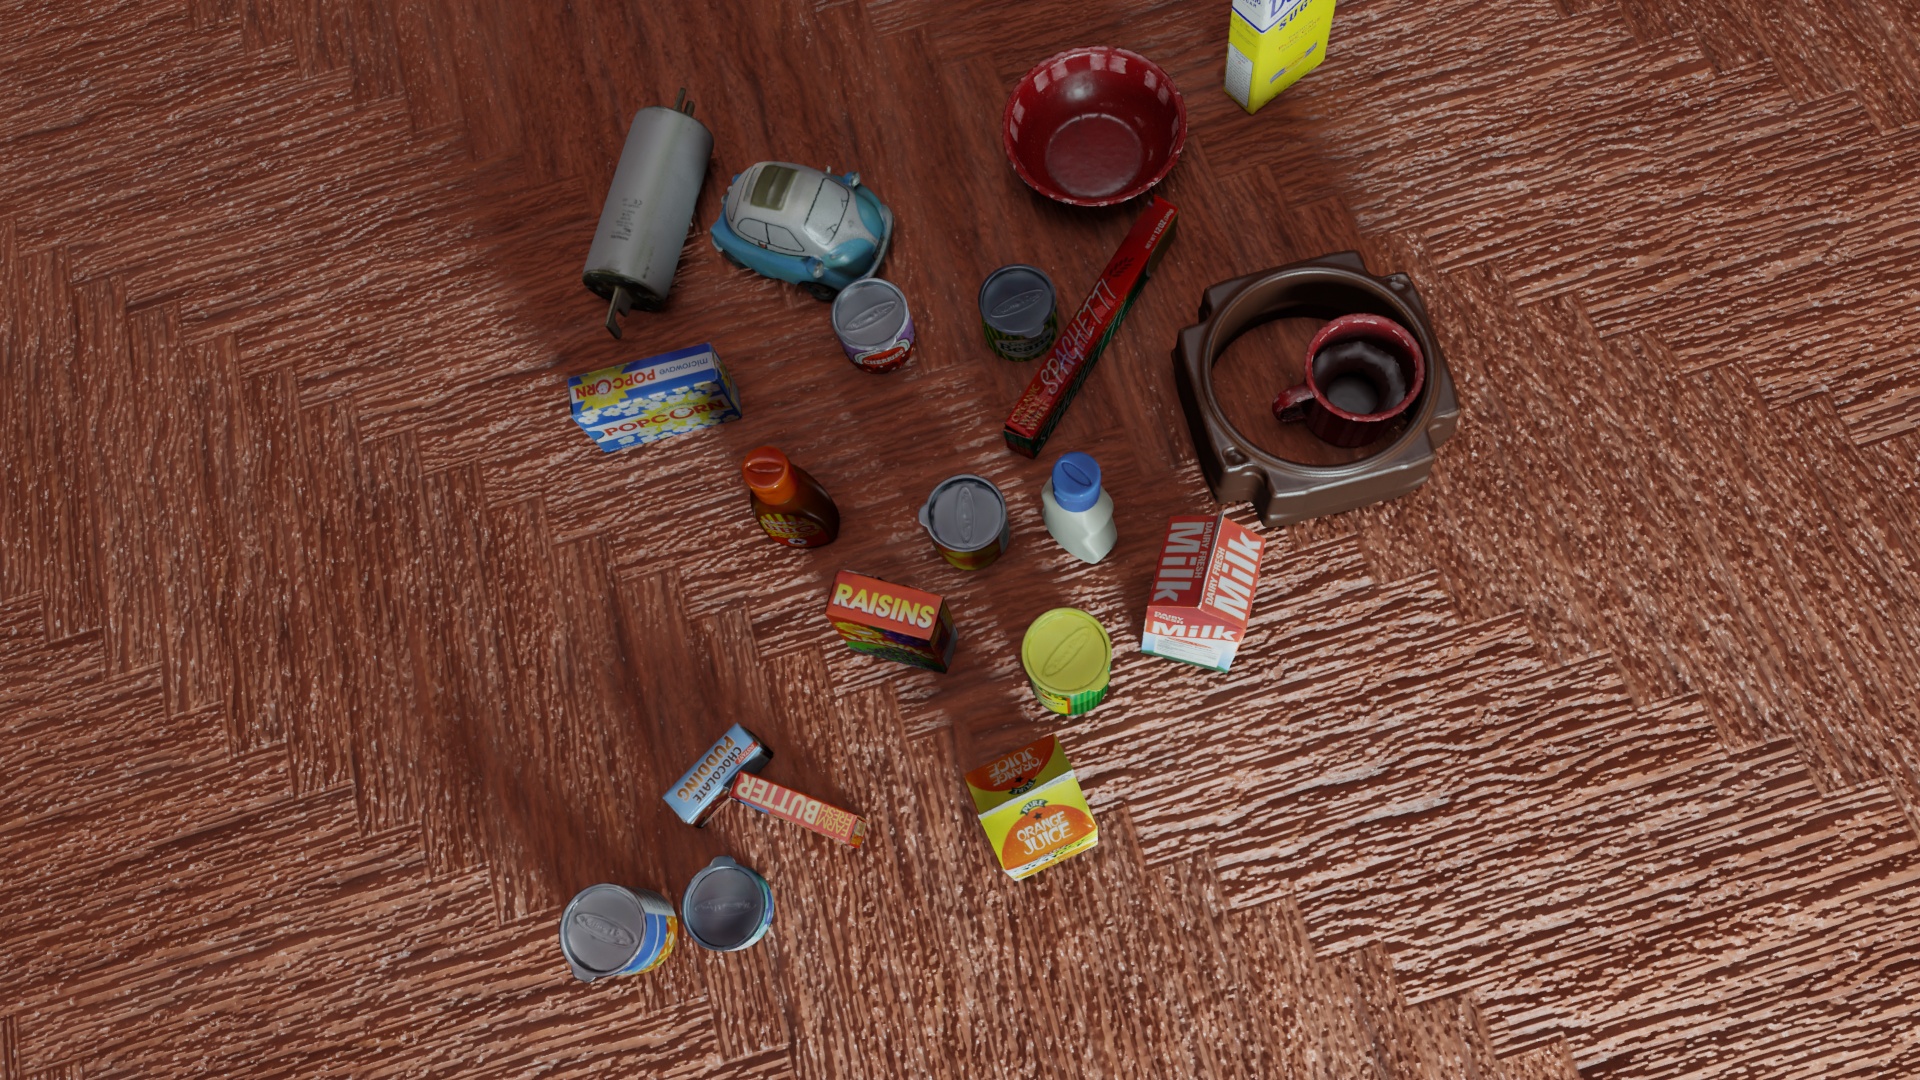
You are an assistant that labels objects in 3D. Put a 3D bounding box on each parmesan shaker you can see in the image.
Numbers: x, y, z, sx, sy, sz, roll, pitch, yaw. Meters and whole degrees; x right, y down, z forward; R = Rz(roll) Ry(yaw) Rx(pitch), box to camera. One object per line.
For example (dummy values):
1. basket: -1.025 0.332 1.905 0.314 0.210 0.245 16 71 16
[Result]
1. parmesan shaker: 0.085 0.098 1.072 0.071 0.103 0.071 -2 73 5

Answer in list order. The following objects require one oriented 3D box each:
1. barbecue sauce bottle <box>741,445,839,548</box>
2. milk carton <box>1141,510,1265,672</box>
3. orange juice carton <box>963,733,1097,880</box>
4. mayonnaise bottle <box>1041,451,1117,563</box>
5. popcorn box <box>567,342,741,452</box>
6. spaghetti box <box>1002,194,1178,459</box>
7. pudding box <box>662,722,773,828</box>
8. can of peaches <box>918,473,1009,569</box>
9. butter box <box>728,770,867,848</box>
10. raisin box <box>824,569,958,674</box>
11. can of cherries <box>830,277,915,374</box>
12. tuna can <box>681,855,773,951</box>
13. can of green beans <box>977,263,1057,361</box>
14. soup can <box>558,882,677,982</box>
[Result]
1. barbecue sauce bottle: -0.140 -0.034 1.111 0.065 0.148 0.044 2 73 6
2. milk carton: 0.180 0.038 1.035 0.073 0.190 0.072 13 75 9
3. orange juice carton: 0.052 0.193 0.998 0.072 0.192 0.073 -24 72 -2
4. mayonnaise bottle: 0.092 -0.028 1.087 0.065 0.147 0.041 40 81 15
5. popcorn box: -0.258 -0.120 1.183 0.127 0.085 0.038 -14 72 1
6. spaghetti box: 0.113 -0.182 1.185 0.029 0.050 0.250 30 78 13
7. pudding box: -0.191 0.186 1.098 0.030 0.049 0.084 42 81 16
8. can of peaches: 0.004 -0.014 1.138 0.071 0.058 0.071 -2 73 5
9. butter box: -0.125 0.210 1.083 0.103 0.053 0.024 19 76 11
10. raisin box: -0.051 0.064 1.084 0.086 0.123 0.040 14 75 10
11. can of cherries: -0.074 -0.182 1.198 0.071 0.058 0.071 -2 73 5
12. tuna can: -0.180 0.281 1.076 0.071 0.032 0.071 -2 73 5
13. can of green beans: 0.050 -0.194 1.191 0.071 0.057 0.071 -2 73 5
14. soup can: -0.259 0.298 1.052 0.071 0.083 0.071 -2 73 5
